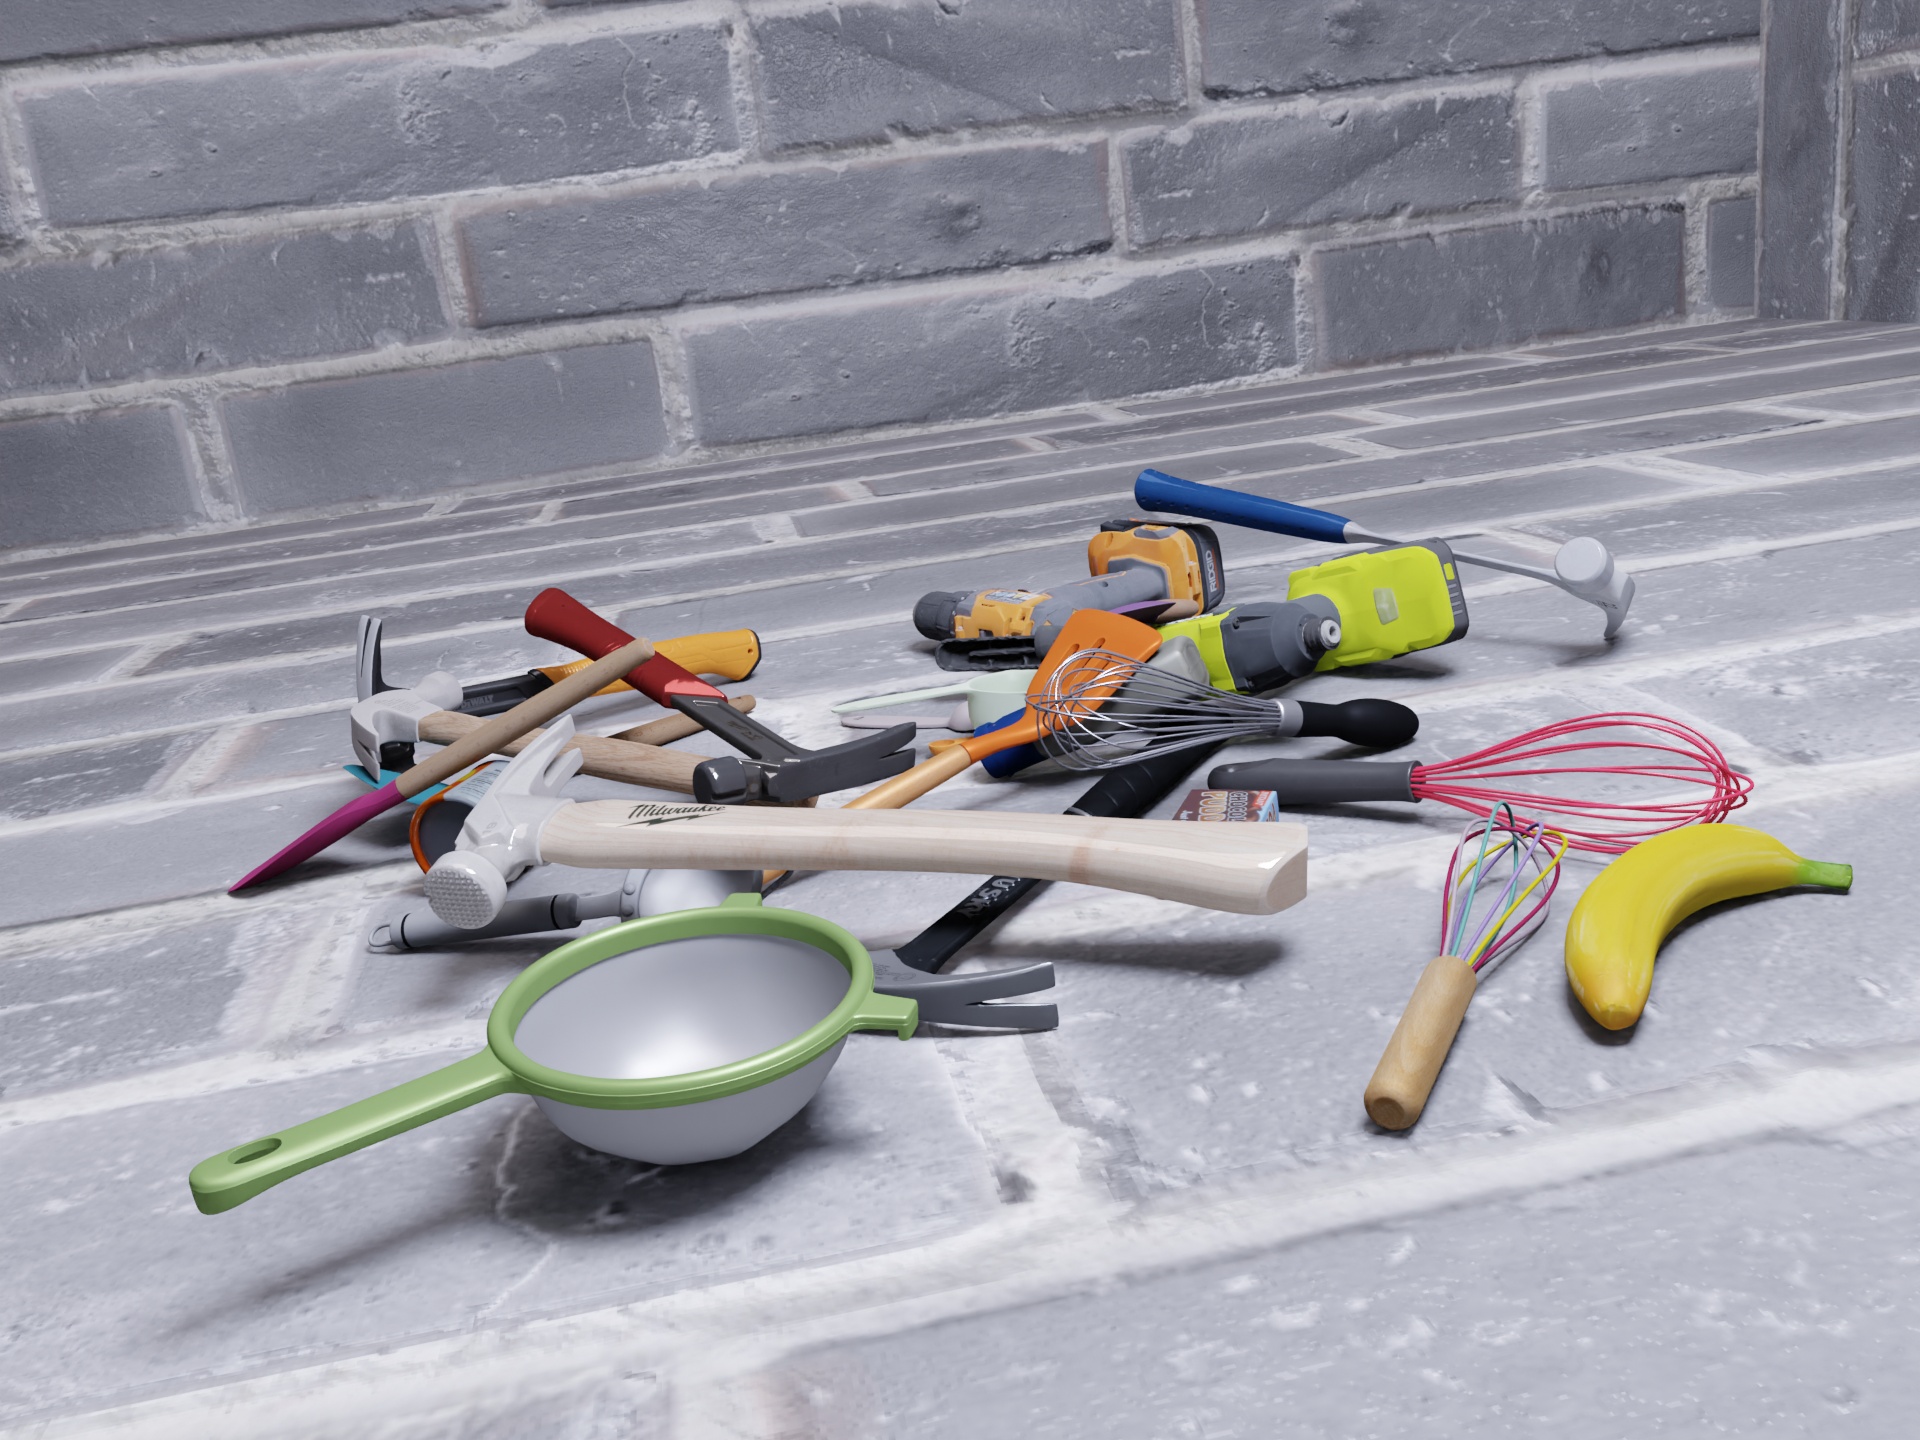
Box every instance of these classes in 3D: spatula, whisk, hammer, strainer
[{"bbox_3d":[-0.020,0.023,0.922,0.322,0.041,0.081,-29,32,-26],"label":"spatula"},{"bbox_3d":[0.262,0.033,0.848,0.296,0.073,0.073,-1,16,40],"label":"whisk"},{"bbox_3d":[-0.042,0.052,0.770,0.410,0.038,0.146,1,32,13],"label":"hammer"},{"bbox_3d":[0.162,-0.003,0.929,0.284,0.070,0.070,2,10,-31],"label":"whisk"},{"bbox_3d":[0.144,-0.079,1.150,0.060,0.018,0.316,-13,1,18],"label":"spatula"},{"bbox_3d":[-0.199,0.099,0.839,0.258,0.050,0.087,-8,59,14],"label":"strainer"},{"bbox_3d":[-0.150,0.148,0.605,0.256,0.069,0.152,-18,22,-30],"label":"strainer"},{"bbox_3d":[-0.250,0.022,1.035,0.331,0.031,0.130,10,20,18],"label":"hammer"},{"bbox_3d":[0.310,-0.138,1.213,0.406,0.035,0.144,20,-1,39],"label":"hammer"},{"bbox_3d":[0.216,0.097,0.675,0.047,0.051,0.245,9,25,28],"label":"whisk"},{"bbox_3d":[0.062,0.063,0.862,0.149,0.036,0.409,4,20,30],"label":"hammer"},{"bbox_3d":[-0.300,-0.039,1.239,0.336,0.127,0.034,-14,16,-40],"label":"hammer"},{"bbox_3d":[-0.189,-0.027,1.072,0.149,0.036,0.359,-13,27,-36],"label":"hammer"},{"bbox_3d":[-0.272,0.018,1.133,0.082,0.044,0.317,19,28,40],"label":"spatula"}]

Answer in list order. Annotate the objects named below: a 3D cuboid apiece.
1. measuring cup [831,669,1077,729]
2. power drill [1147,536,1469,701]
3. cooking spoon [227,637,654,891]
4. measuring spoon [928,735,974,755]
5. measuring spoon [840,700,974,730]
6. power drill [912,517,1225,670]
[{"bbox_3d":[-0.002,-0.003,1.061,0.167,0.038,0.083,-8,13,-8],"label":"measuring cup"},{"bbox_3d":[0.234,-0.062,1.071,0.223,0.080,0.171,-18,4,-38],"label":"power drill"},{"bbox_3d":[-0.317,0.030,0.963,0.319,0.017,0.069,-28,14,14],"label":"cooking spoon"},{"bbox_3d":[0.036,0.014,1.082,0.117,0.011,0.021,-6,13,-10],"label":"measuring spoon"},{"bbox_3d":[-0.032,-0.005,1.153,0.124,0.018,0.034,0,18,24],"label":"measuring spoon"},{"bbox_3d":[0.086,-0.104,1.336,0.226,0.084,0.185,-24,23,-33],"label":"power drill"}]
